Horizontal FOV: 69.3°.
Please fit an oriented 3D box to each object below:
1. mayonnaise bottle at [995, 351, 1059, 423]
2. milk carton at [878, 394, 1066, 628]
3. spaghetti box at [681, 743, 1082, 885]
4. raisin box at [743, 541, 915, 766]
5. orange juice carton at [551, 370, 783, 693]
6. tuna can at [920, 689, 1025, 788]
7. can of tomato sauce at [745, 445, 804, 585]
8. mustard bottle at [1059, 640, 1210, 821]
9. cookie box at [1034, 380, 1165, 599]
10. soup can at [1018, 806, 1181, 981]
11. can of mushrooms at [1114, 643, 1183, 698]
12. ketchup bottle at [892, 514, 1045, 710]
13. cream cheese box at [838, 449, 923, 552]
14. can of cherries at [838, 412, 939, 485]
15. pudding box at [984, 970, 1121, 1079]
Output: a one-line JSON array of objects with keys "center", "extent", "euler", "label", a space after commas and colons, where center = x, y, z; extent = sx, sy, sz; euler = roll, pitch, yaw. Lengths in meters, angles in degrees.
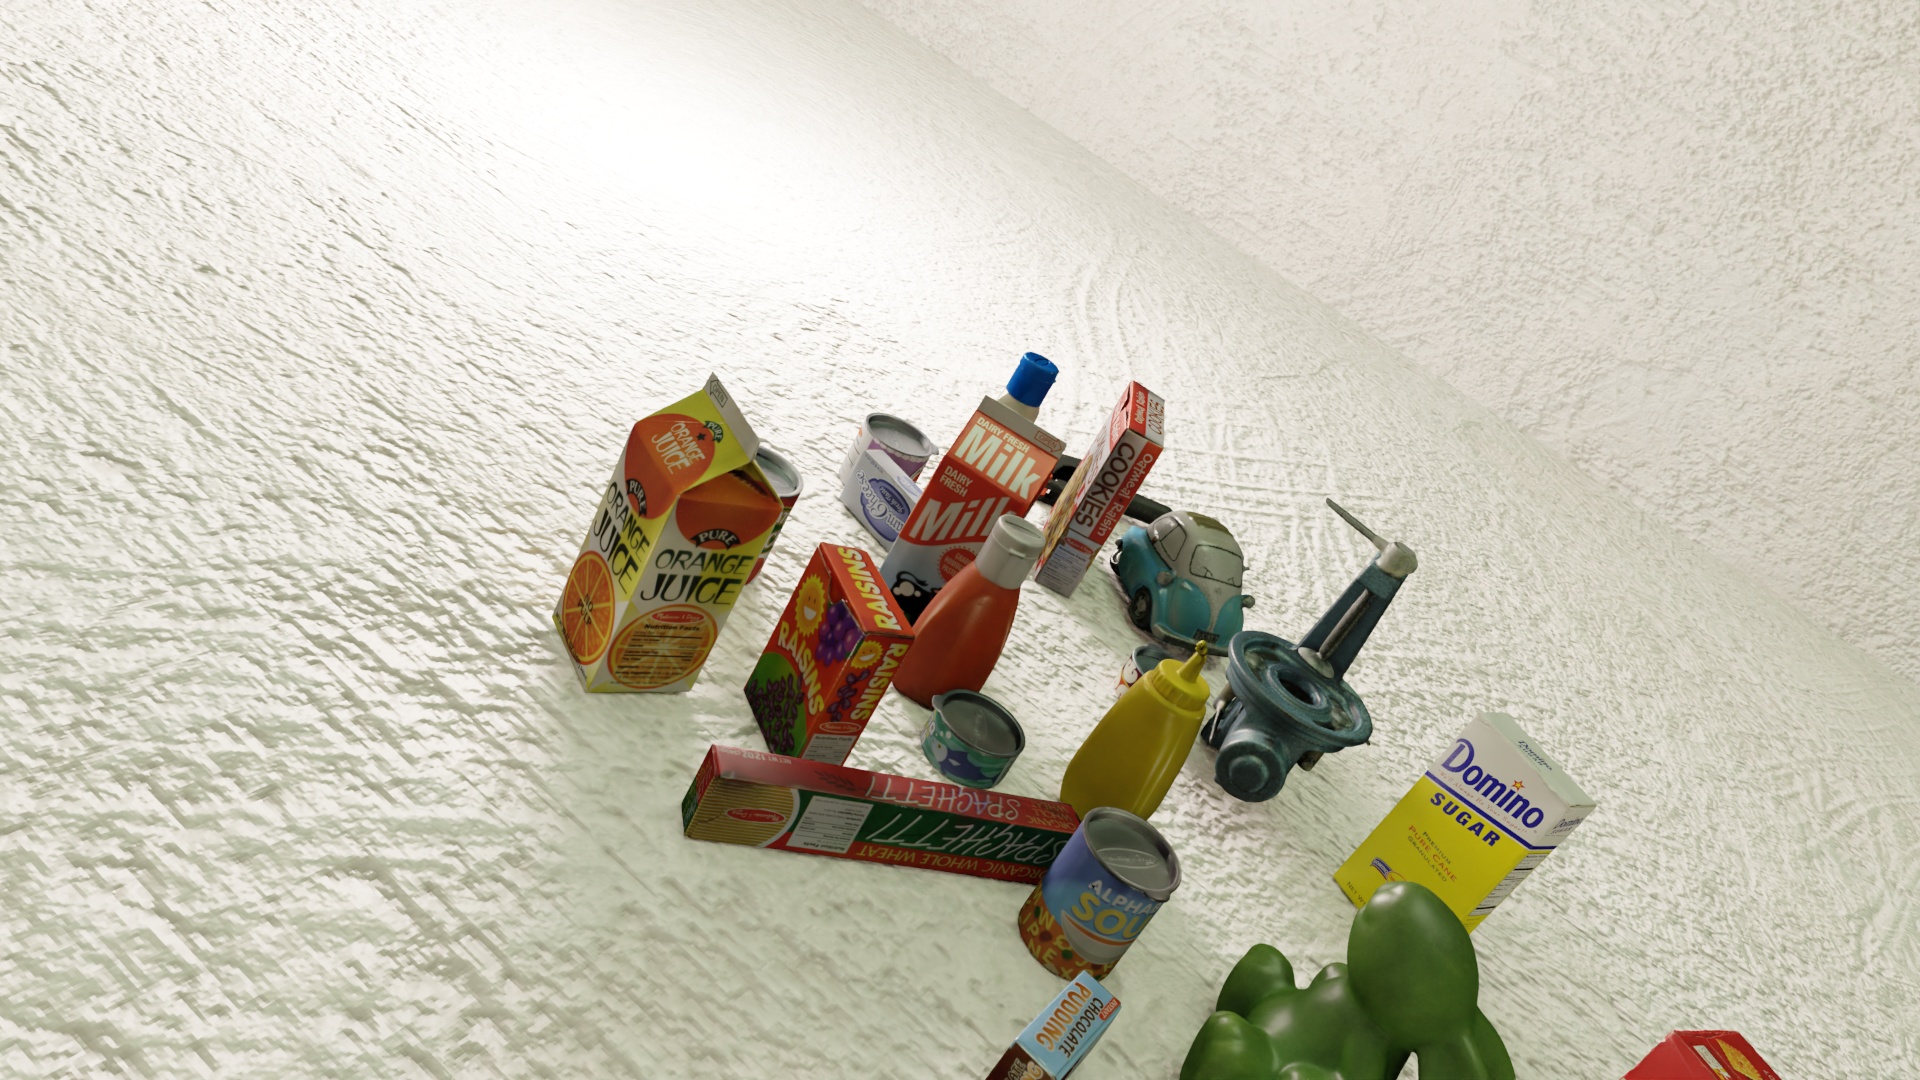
[{"center": [0.040, -0.102, 1.271], "extent": [0.041, 0.147, 0.065], "euler": [36, 26, 13], "label": "mayonnaise bottle"}, {"center": [0.004, -0.013, 1.025], "extent": [0.072, 0.189, 0.074], "euler": [32, 25, 3], "label": "milk carton"}, {"center": [-0.039, 0.166, 0.821], "extent": [0.250, 0.050, 0.029], "euler": [15, 29, -28], "label": "spaghetti box"}, {"center": [-0.083, 0.076, 0.853], "extent": [0.040, 0.123, 0.086], "euler": [10, 32, -35], "label": "raisin box"}, {"center": [-0.169, -0.002, 0.826], "extent": [0.073, 0.191, 0.072], "euler": [6, 35, -41], "label": "orange juice carton"}, {"center": [0.006, 0.134, 0.944], "extent": [0.071, 0.032, 0.071], "euler": [24, 26, -12], "label": "tuna can"}, {"center": [-0.158, -0.018, 0.991], "extent": [0.071, 0.082, 0.071], "euler": [24, 26, -12], "label": "can of tomato sauce"}, {"center": [0.127, 0.129, 0.931], "extent": [0.065, 0.159, 0.049], "euler": [42, 28, 23], "label": "mustard bottle"}, {"center": [0.124, -0.048, 1.237], "extent": [0.040, 0.166, 0.123], "euler": [28, 26, -5], "label": "cookie box"}, {"center": [0.082, 0.213, 0.823], "extent": [0.071, 0.083, 0.072], "euler": [24, 26, -12], "label": "soup can"}, {"center": [0.160, 0.118, 1.131], "extent": [0.071, 0.033, 0.071], "euler": [24, 26, -12], "label": "can of mushrooms"}, {"center": [0.009, 0.051, 0.964], "extent": [0.065, 0.148, 0.044], "euler": [24, 26, -12], "label": "ketchup bottle"}, {"center": [-0.053, -0.024, 1.143], "extent": [0.024, 0.053, 0.104], "euler": [-4, 41, -49], "label": "cream cheese box"}, {"center": [-0.062, -0.068, 1.207], "extent": [0.071, 0.058, 0.072], "euler": [24, 26, -12], "label": "can of cherries"}, {"center": [0.047, 0.267, 0.728], "extent": [0.030, 0.049, 0.084], "euler": [39, 27, 19], "label": "pudding box"}]
